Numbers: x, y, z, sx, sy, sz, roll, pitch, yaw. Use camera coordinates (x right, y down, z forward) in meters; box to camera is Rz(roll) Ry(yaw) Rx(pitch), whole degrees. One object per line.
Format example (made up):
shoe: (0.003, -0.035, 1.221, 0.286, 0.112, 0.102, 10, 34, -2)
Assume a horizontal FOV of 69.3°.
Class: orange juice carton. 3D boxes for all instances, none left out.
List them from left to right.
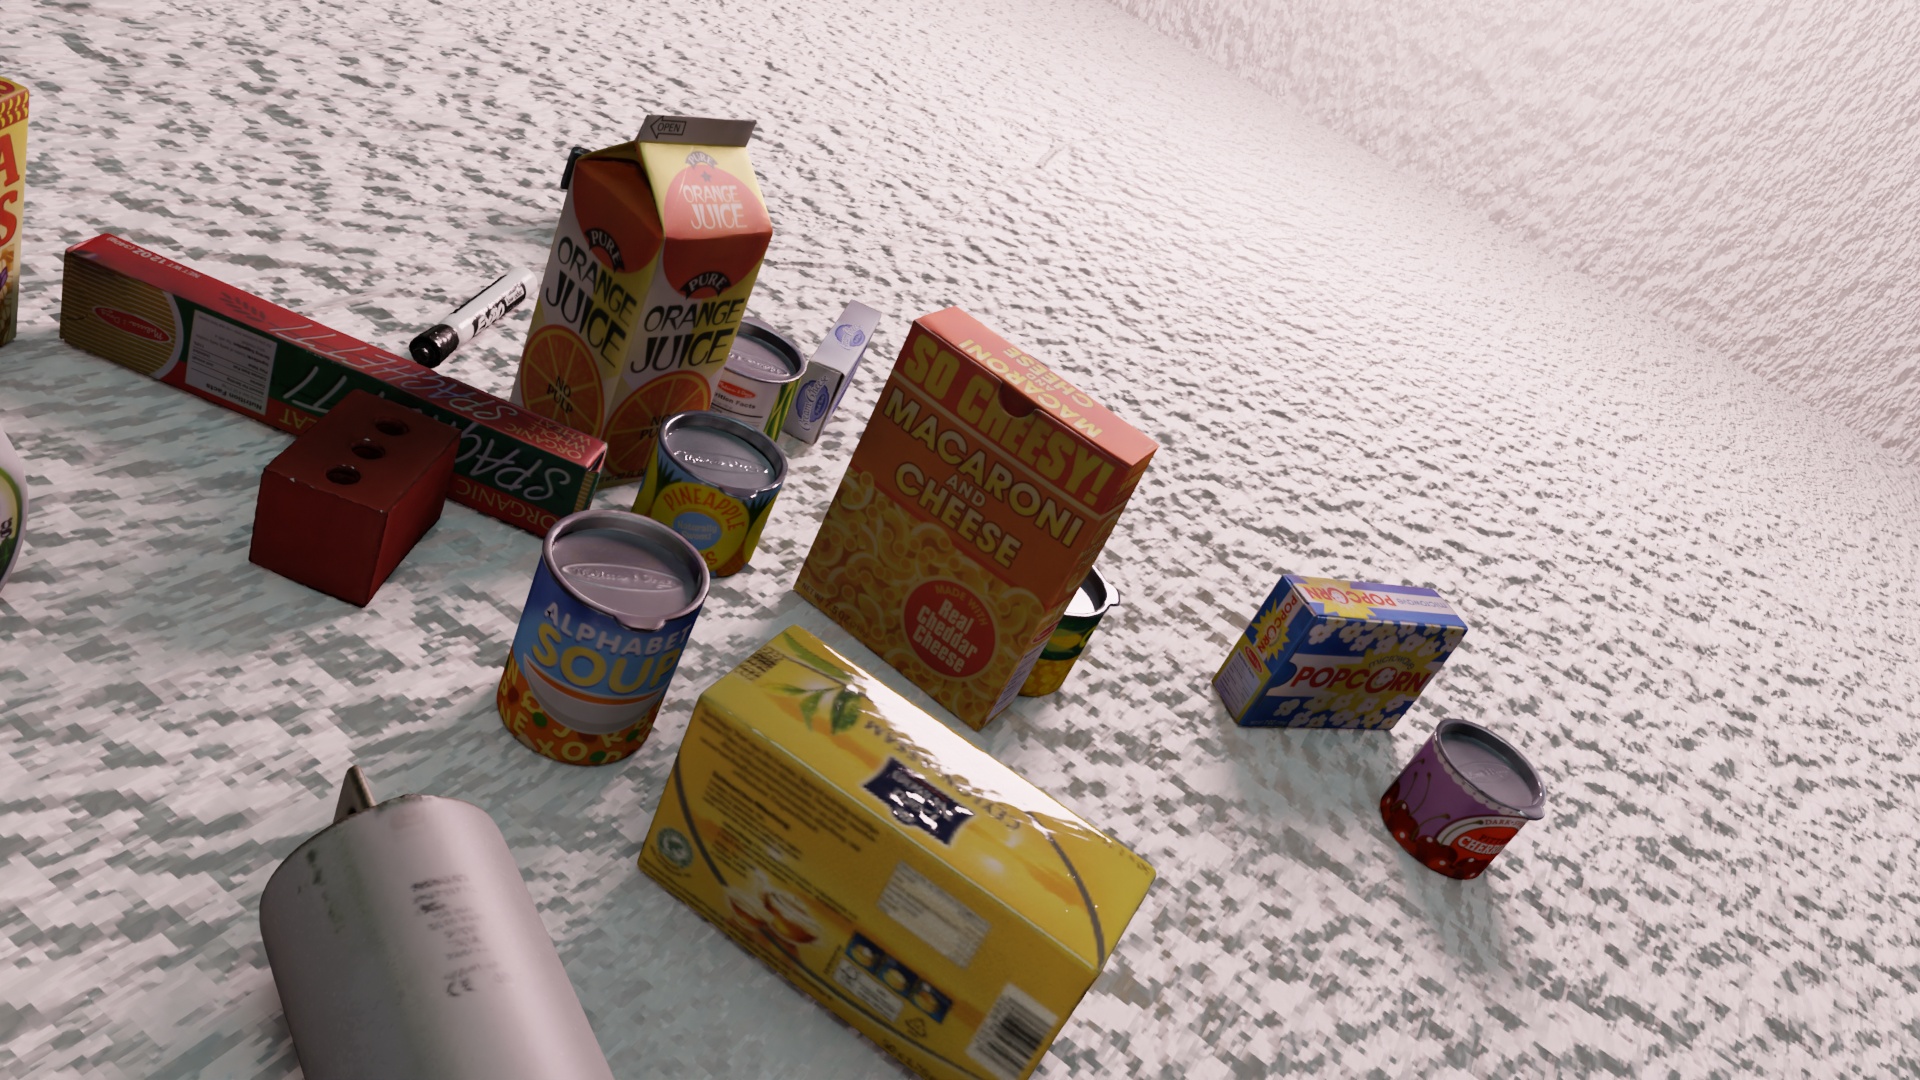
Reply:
orange juice carton: (-0.157, -0.124, 0.694, 0.073, 0.191, 0.072, 42, 34, 23)

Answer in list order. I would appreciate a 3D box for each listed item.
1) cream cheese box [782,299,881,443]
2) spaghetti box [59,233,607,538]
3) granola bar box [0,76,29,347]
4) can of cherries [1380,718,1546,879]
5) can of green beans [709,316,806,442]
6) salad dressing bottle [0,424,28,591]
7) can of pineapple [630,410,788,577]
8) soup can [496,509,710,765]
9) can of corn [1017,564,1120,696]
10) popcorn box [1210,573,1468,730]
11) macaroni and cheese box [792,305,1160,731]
cream cheese box: (-0.079, -0.106, 0.860, 0.024, 0.053, 0.104, 25, 31, -4)
spaghetti box: (-0.289, -0.068, 0.649, 0.250, 0.050, 0.029, 23, 31, -7)
granola bar box: (-0.423, -0.099, 0.522, 0.039, 0.123, 0.166, 21, 31, -10)
can of cherries: (0.272, 0.142, 0.752, 0.071, 0.058, 0.072, 19, 32, -12)
can of green beans: (-0.128, -0.086, 0.789, 0.071, 0.057, 0.071, 19, 32, -12)
salad dressing bottle: (-0.346, -0.035, 0.462, 0.044, 0.147, 0.064, 39, 33, 19)
can of pineapple: (-0.127, -0.022, 0.695, 0.071, 0.057, 0.071, 19, 32, -12)
soup can: (-0.145, 0.042, 0.562, 0.071, 0.083, 0.072, 19, 32, -12)
can of corn: (0.039, 0.040, 0.728, 0.071, 0.058, 0.071, 19, 32, -12)
popcorn box: (0.218, 0.066, 0.798, 0.127, 0.084, 0.038, 6, 37, -31)
macaroni and cheese box: (0.002, -0.008, 0.667, 0.124, 0.165, 0.040, 36, 32, 15)
